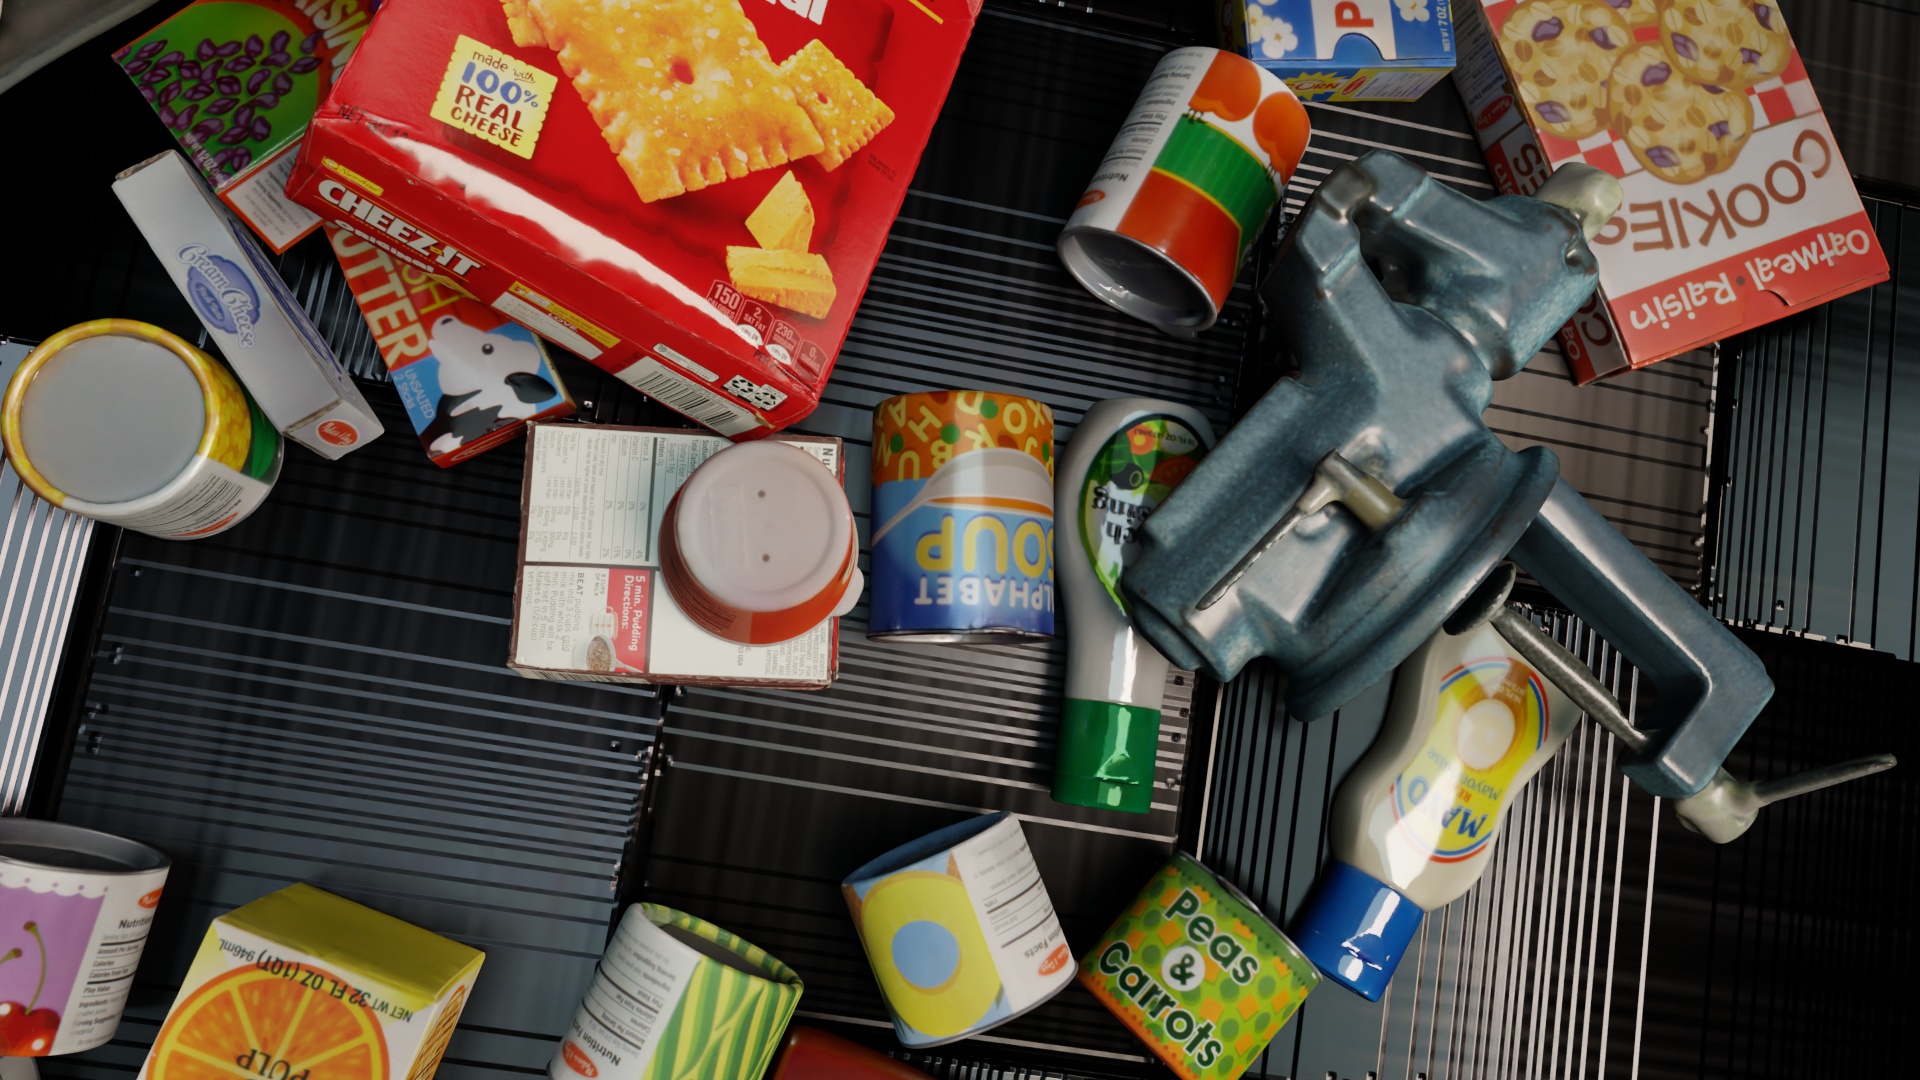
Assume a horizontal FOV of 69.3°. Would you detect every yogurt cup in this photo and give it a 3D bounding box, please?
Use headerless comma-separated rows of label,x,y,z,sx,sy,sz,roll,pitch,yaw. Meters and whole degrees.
yogurt cup,-0.065,-0.001,0.452,0.072,0.054,0.072,2,81,-10

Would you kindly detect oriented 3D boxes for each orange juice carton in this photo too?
orange juice carton,-0.228,0.214,0.433,0.072,0.073,0.193,23,81,-4

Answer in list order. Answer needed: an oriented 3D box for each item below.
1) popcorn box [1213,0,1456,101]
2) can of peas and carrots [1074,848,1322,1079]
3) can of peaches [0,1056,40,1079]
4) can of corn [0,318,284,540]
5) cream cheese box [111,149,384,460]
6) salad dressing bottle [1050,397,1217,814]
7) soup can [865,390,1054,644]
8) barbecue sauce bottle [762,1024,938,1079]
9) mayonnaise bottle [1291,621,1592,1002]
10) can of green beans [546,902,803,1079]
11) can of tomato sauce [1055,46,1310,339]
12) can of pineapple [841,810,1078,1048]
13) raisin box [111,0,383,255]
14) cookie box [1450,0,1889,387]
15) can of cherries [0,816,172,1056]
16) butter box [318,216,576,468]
popcorn box,0.145,-0.241,0.556,0.085,0.038,0.127,-3,83,-9
can of peas and carrots,0.081,0.150,0.482,0.071,0.071,0.059,43,81,-1
can of peaches,-0.336,0.185,0.430,0.071,0.058,0.071,1,83,-8
can of corn,-0.273,-0.038,0.466,0.071,0.058,0.071,1,83,-7
cream cheese box,-0.243,-0.078,0.478,0.024,0.053,0.104,-35,88,-11
salad dressing bottle,0.060,0.024,0.508,0.064,0.044,0.148,10,82,-12
soup can,0.002,-0.006,0.491,0.071,0.071,0.084,2,83,-7
barbecue sauce bottle,-0.003,0.223,0.476,0.148,0.043,0.065,24,81,-4
mayonnaise bottle,0.173,0.096,0.515,0.065,0.041,0.148,33,79,-1
can of green beans,-0.093,0.160,0.460,0.071,0.071,0.058,26,80,-3
can of tomato sauce,0.085,-0.129,0.520,0.071,0.071,0.083,30,80,-3
can of pineapple,-0.002,0.132,0.476,0.071,0.071,0.058,-21,86,-9
raisin box,-0.217,-0.171,0.487,0.123,0.040,0.086,-39,66,-10
cookie box,0.281,-0.160,0.561,0.123,0.040,0.167,-20,86,-9
can of cherries,-0.297,0.123,0.439,0.071,0.071,0.058,15,83,-5
butter box,-0.185,-0.083,0.500,0.053,0.024,0.103,-26,87,-10
